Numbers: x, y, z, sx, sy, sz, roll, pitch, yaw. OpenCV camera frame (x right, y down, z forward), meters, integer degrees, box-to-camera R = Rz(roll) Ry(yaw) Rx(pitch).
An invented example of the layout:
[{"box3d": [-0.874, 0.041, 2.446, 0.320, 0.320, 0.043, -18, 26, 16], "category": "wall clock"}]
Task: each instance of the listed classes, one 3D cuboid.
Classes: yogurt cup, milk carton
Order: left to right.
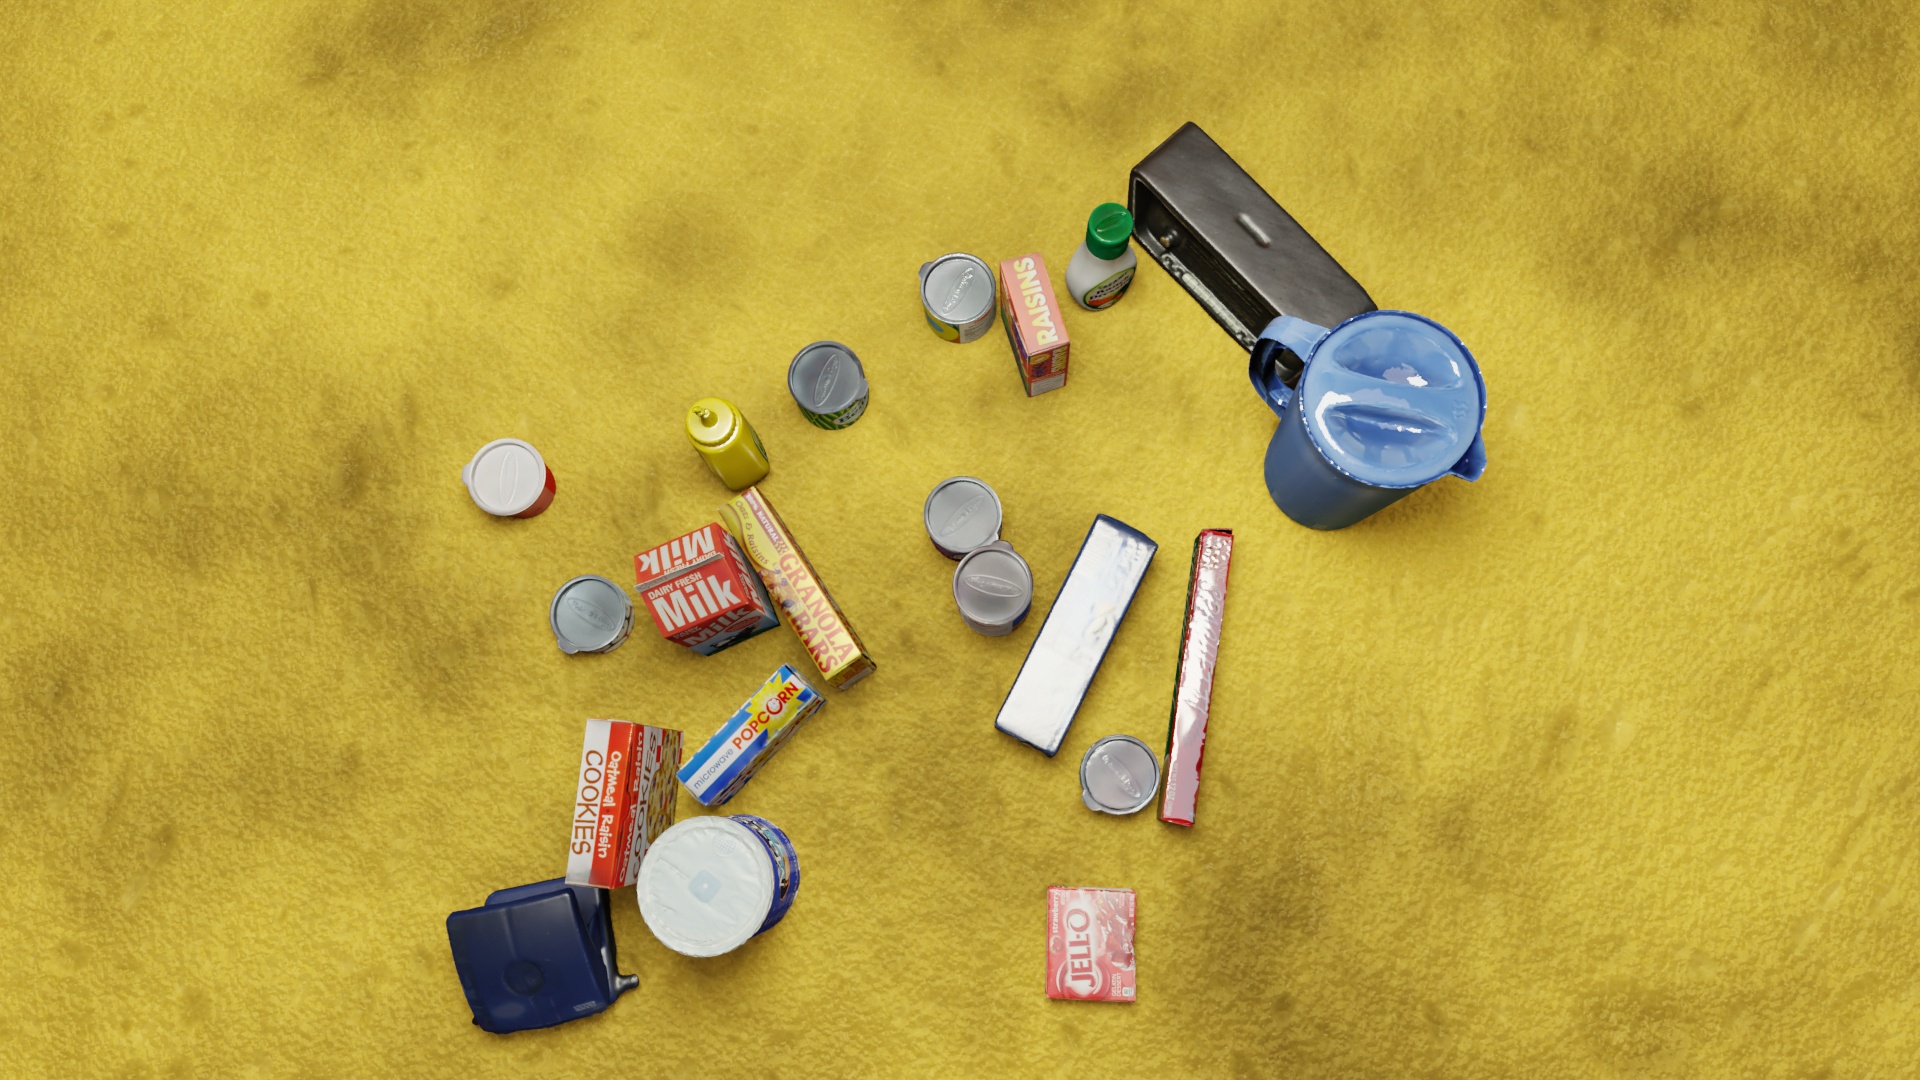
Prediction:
[{"box3d": [-0.389, -0.051, 1.216, 0.072, 0.054, 0.072, 0, 79, 2], "category": "yogurt cup"}, {"box3d": [-0.206, 0.039, 1.123, 0.072, 0.190, 0.073, -23, 80, -2], "category": "milk carton"}]

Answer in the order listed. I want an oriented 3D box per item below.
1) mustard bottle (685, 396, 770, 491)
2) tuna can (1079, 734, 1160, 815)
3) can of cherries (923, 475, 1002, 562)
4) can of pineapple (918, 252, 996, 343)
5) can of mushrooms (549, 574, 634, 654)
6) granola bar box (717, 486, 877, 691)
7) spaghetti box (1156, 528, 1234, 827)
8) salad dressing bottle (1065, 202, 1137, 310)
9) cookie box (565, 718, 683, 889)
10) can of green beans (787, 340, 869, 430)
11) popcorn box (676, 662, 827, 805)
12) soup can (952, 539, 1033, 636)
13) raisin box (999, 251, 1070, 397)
[{"box3d": [-0.199, -0.087, 1.163, 0.049, 0.160, 0.065, -29, 80, -3], "category": "mustard bottle"}, {"box3d": [0.131, 0.198, 1.161, 0.071, 0.032, 0.071, 0, 79, 2], "category": "tuna can"}, {"box3d": [0.004, -0.015, 1.194, 0.071, 0.058, 0.071, 0, 79, 2], "category": "can of cherries"}, {"box3d": [-0.002, -0.216, 1.234, 0.071, 0.057, 0.071, 0, 79, 2], "category": "can of pineapple"}, {"box3d": [-0.319, 0.067, 1.201, 0.071, 0.033, 0.071, 0, 79, 2], "category": "can of mushrooms"}, {"box3d": [-0.132, 0.042, 1.154, 0.039, 0.124, 0.166, -33, 80, -4], "category": "granola bar box"}, {"box3d": [0.197, 0.113, 1.167, 0.029, 0.050, 0.250, 9, 79, 4], "category": "spaghetti box"}, {"box3d": [0.123, -0.243, 1.190, 0.064, 0.147, 0.044, -28, 80, -3], "category": "salad dressing bottle"}, {"box3d": [-0.262, 0.208, 1.103, 0.040, 0.167, 0.123, 4, 79, 3], "category": "cookie box"}, {"box3d": [-0.115, -0.135, 1.222, 0.071, 0.057, 0.071, 0, 79, 2], "category": "can of green beans"}, {"box3d": [-0.171, 0.162, 1.151, 0.038, 0.085, 0.127, 43, 83, 9], "category": "popcorn box"}, {"box3d": [0.029, 0.041, 1.169, 0.071, 0.083, 0.071, 0, 79, 2], "category": "soup can"}, {"box3d": [0.062, -0.183, 1.192, 0.040, 0.123, 0.086, -16, 79, -1], "category": "raisin box"}]
